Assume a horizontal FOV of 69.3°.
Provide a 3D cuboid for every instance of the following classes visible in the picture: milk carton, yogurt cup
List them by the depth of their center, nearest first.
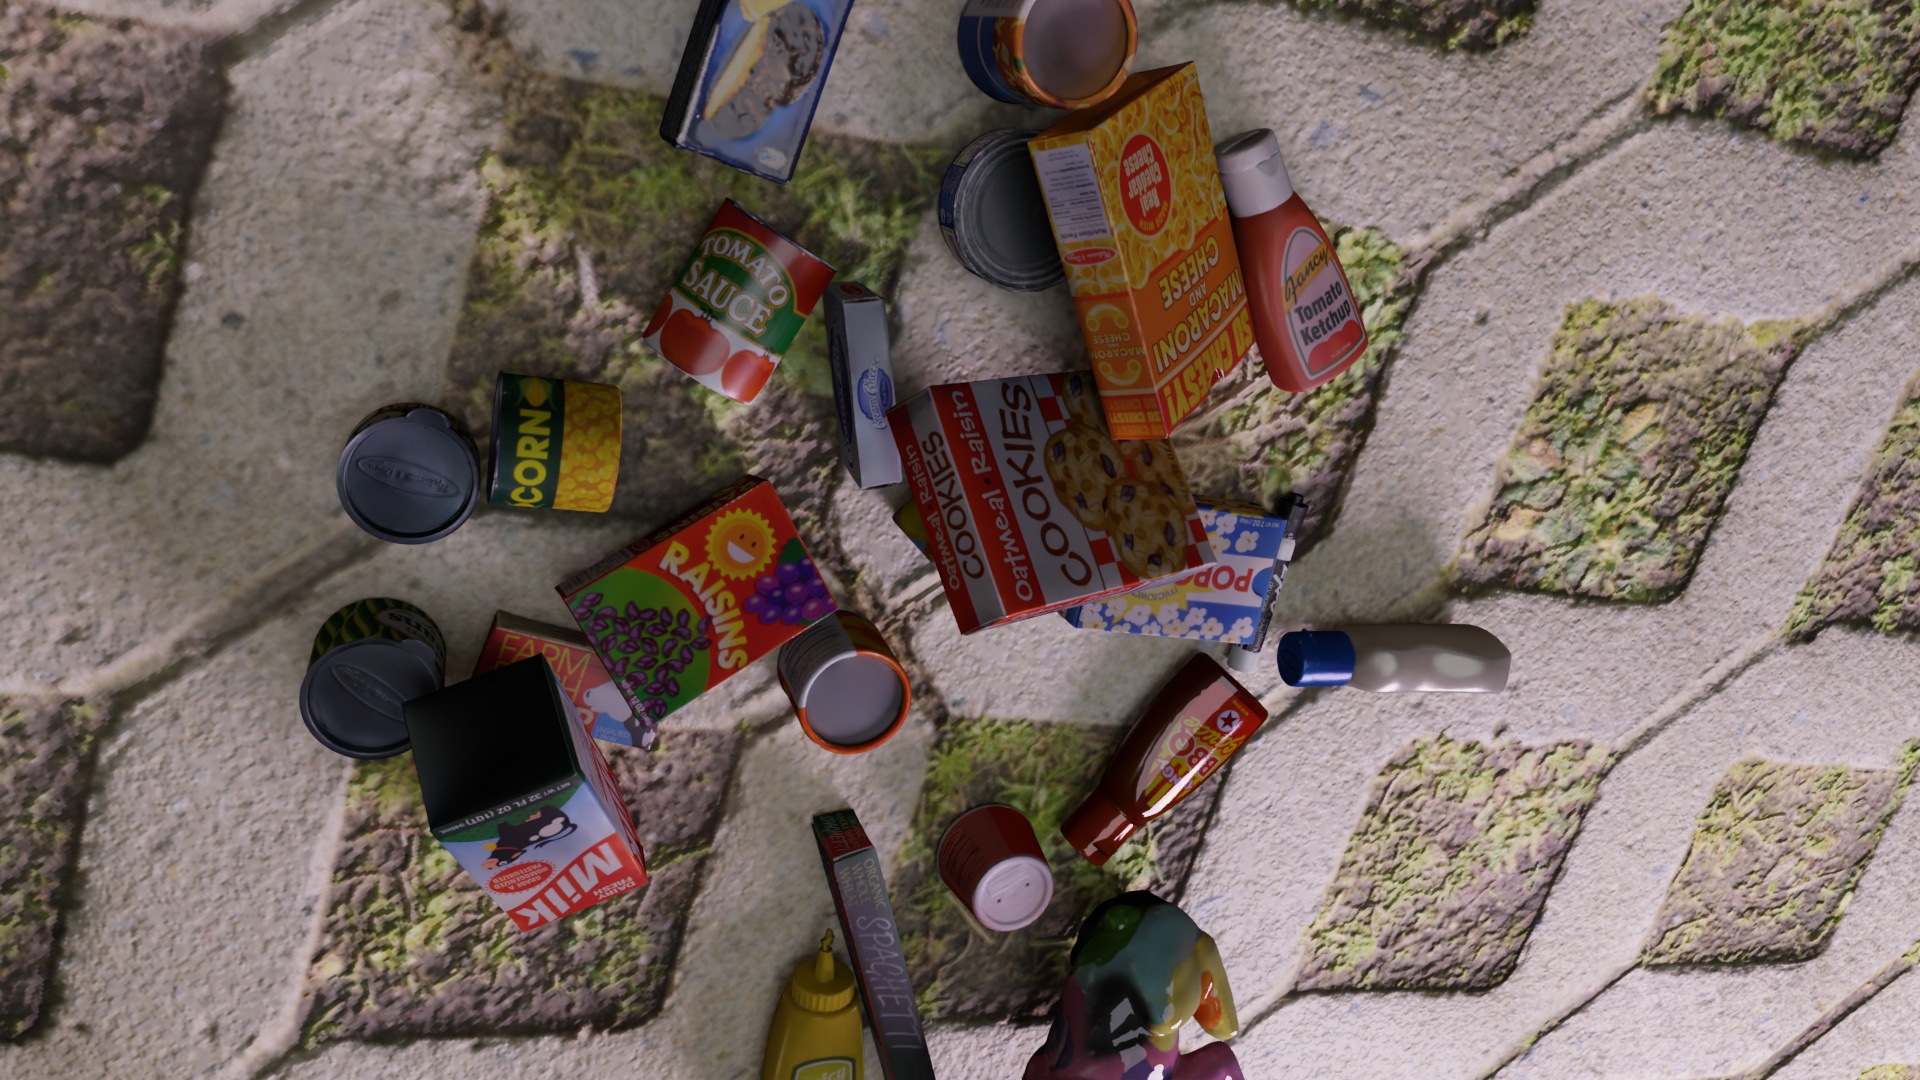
[{"bbox_3d":[-0.219,0.145,0.731,0.072,0.074,0.189,-21,148,-10],"label":"milk carton"},{"bbox_3d":[0.024,0.208,0.874,0.072,0.054,0.072,-6,110,-17],"label":"yogurt cup"}]

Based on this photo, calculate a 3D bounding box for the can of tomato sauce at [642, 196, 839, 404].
[{"bbox_3d":[-0.112,-0.120,0.701,0.071,0.071,0.083,30,97,-26],"label":"can of tomato sauce"}]

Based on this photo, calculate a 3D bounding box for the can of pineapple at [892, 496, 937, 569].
[{"bbox_3d":[0.003,-0.010,0.784,0.058,0.071,0.071,-43,117,0],"label":"can of pineapple"}]

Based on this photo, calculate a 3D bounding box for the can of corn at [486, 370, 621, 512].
[{"bbox_3d":[-0.203,-0.048,0.694,0.058,0.071,0.071,5,107,-22],"label":"can of corn"}]

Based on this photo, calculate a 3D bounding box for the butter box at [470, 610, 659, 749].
[{"bbox_3d":[-0.212,0.077,0.761,0.103,0.024,0.053,17,102,-24],"label":"butter box"}]

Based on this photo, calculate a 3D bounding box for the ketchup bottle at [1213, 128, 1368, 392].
[{"bbox_3d":[0.187,-0.163,0.805,0.065,0.043,0.148,-36,116,-18],"label":"ketchup bottle"}]

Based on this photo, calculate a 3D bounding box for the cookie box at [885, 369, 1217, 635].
[{"bbox_3d":[0.051,-0.026,0.742,0.168,0.040,0.123,-11,78,-42],"label":"cookie box"}]

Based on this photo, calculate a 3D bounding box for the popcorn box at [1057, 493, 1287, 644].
[{"bbox_3d":[0.127,0.014,0.850,0.127,0.038,0.085,7,105,-21],"label":"popcorn box"}]

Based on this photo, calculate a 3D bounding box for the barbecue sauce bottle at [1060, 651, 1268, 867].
[{"bbox_3d":[0.127,0.144,0.894,0.148,0.044,0.064,-47,118,2],"label":"barbecue sauce bottle"}]

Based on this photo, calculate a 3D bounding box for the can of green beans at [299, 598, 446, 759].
[{"bbox_3d":[-0.298,0.069,0.709,0.071,0.058,0.071,-6,111,-17],"label":"can of green beans"}]

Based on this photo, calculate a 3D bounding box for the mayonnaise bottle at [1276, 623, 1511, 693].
[{"bbox_3d":[0.283,0.078,0.917,0.148,0.065,0.041,1,106,-16],"label":"mayonnaise bottle"}]

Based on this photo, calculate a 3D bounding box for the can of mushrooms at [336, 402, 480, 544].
[{"bbox_3d":[-0.274,-0.036,0.694,0.071,0.033,0.070,-6,111,-17],"label":"can of mushrooms"}]

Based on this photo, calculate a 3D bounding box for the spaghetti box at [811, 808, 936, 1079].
[{"bbox_3d":[-0.048,0.284,0.878,0.029,0.050,0.249,-18,114,-14],"label":"spaghetti box"}]

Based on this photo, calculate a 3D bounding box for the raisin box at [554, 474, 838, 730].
[{"bbox_3d":[-0.140,0.031,0.747,0.124,0.040,0.086,-32,107,-16],"label":"raisin box"}]

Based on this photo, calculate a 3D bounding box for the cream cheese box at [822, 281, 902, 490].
[{"bbox_3d":[-0.053,-0.084,0.744,0.024,0.053,0.103,-10,112,-13],"label":"cream cheese box"}]

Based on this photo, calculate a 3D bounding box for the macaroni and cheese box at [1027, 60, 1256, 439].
[{"bbox_3d":[0.103,-0.155,0.745,0.124,0.040,0.165,-44,124,-43],"label":"macaroni and cheese box"}]

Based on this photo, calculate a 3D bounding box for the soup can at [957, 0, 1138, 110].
[{"bbox_3d":[0.044,-0.250,0.701,0.071,0.084,0.071,-7,111,-17],"label":"soup can"}]

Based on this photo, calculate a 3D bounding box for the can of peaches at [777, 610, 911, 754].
[{"bbox_3d":[-0.065,0.082,0.796,0.071,0.058,0.071,-6,110,-17],"label":"can of peaches"}]

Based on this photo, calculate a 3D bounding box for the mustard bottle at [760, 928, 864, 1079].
[{"bbox_3d":[-0.091,0.317,0.875,0.065,0.049,0.159,-1,109,-21],"label":"mustard bottle"}]
